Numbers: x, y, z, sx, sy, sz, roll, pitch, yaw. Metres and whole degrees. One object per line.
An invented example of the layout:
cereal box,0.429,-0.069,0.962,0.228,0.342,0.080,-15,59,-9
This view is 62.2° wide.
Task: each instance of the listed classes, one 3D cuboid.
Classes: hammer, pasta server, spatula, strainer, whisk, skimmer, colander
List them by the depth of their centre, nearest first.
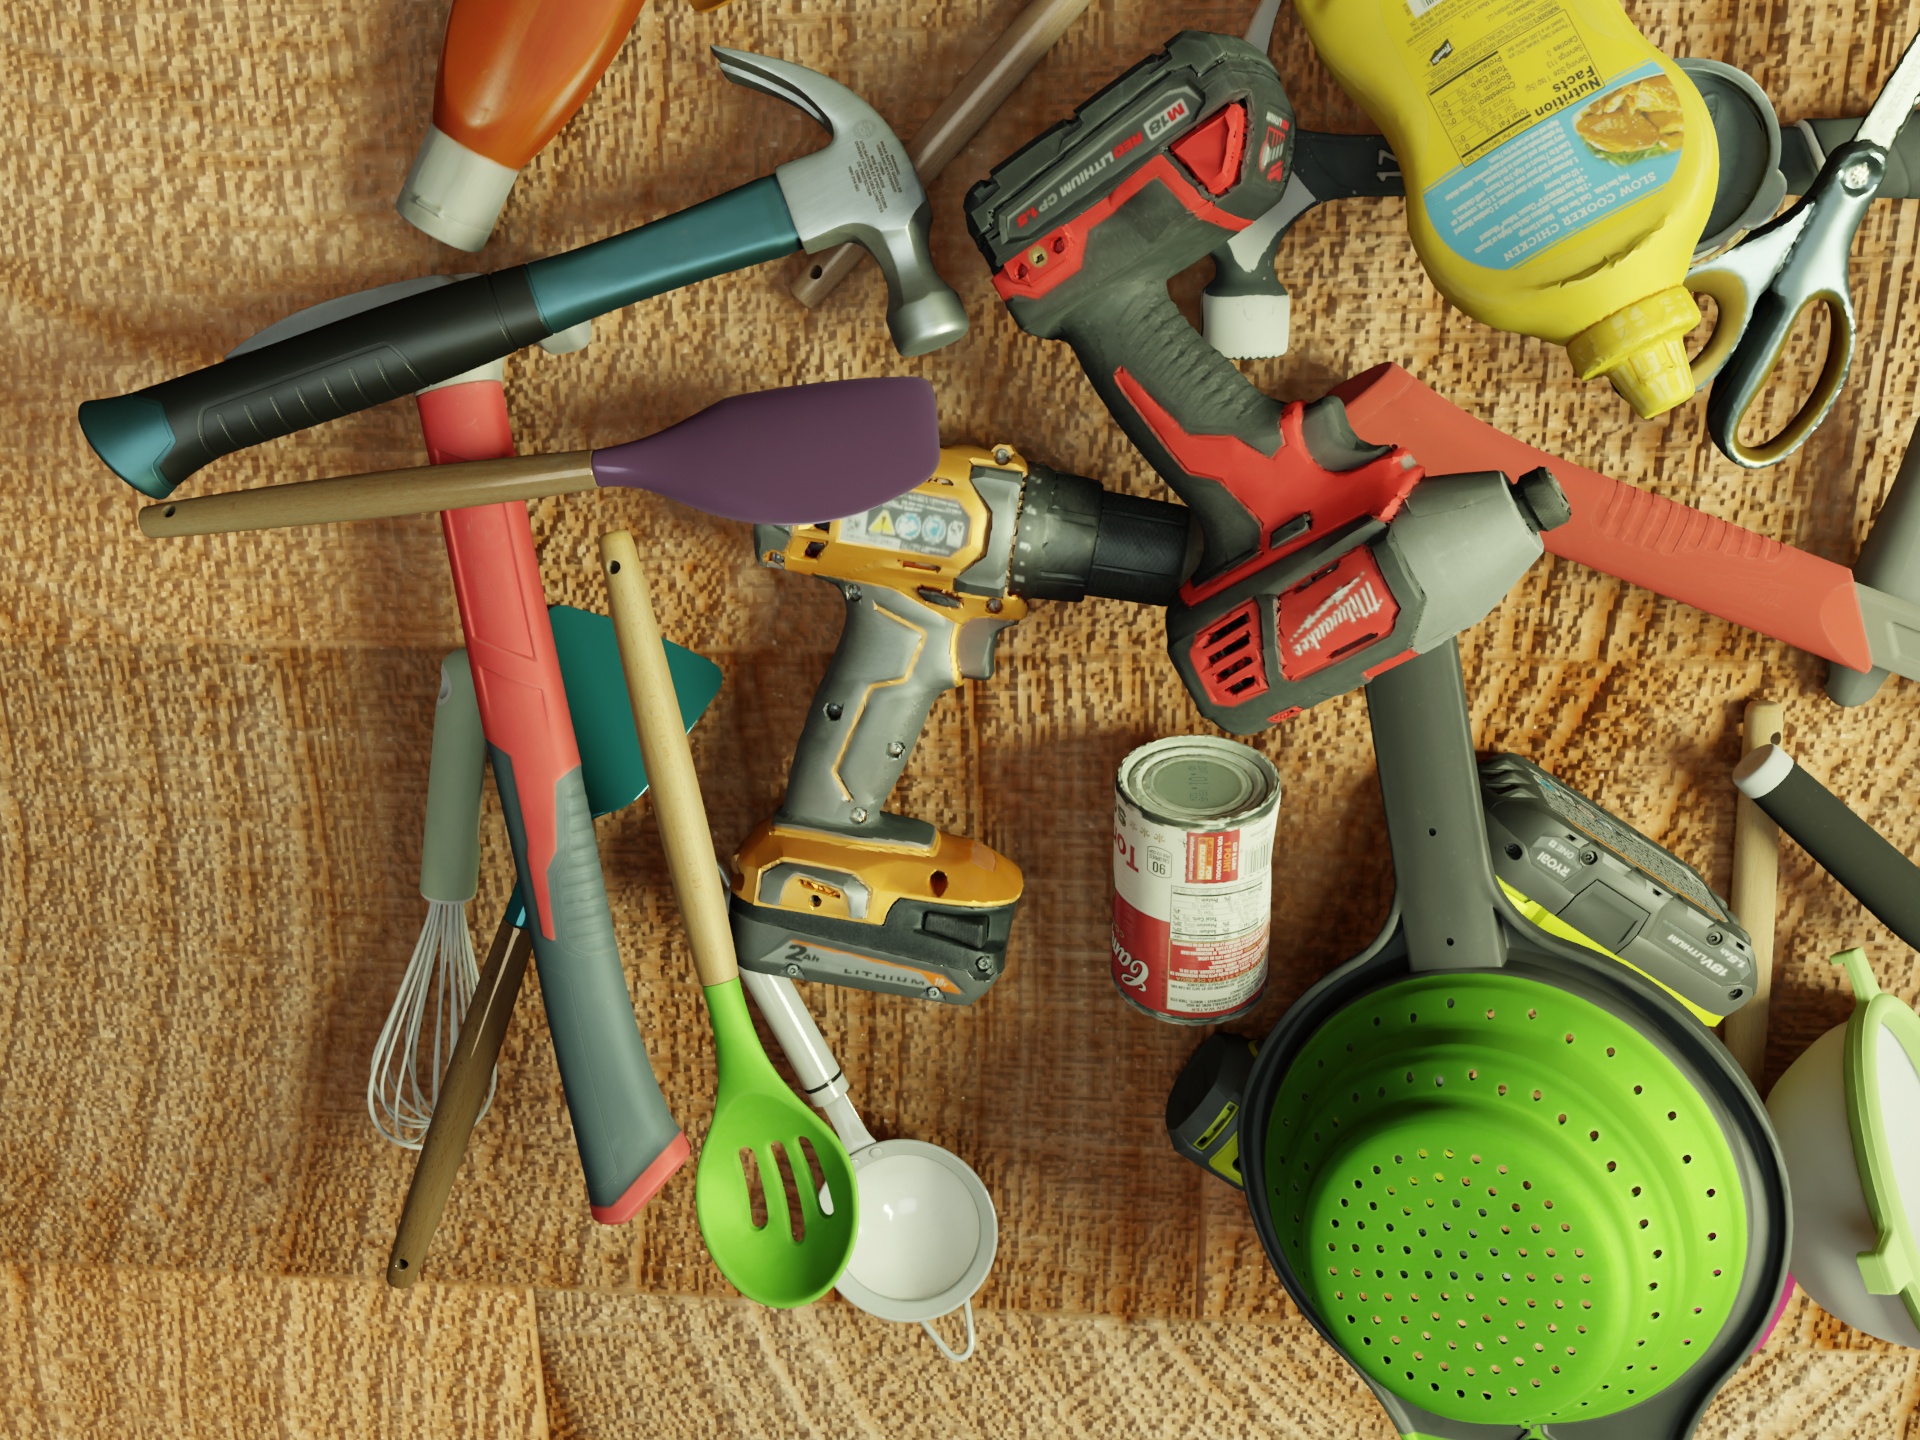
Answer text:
colander,0.176,0.104,0.580,0.204,0.094,0.397,-9,91,28
hammer,0.295,-0.212,0.587,0.409,0.036,0.149,0,106,5
whisk,0.367,-0.106,0.587,0.055,0.055,0.238,5,122,4
pasta server,0.040,-0.276,0.590,0.316,0.040,0.060,-44,80,17
hammer,-0.172,-0.154,0.604,0.331,0.033,0.128,-19,93,2
hammer,0.303,-0.045,0.611,0.359,0.037,0.149,23,130,8
spatula,-0.165,-0.092,0.612,0.316,0.018,0.060,-5,72,5
hammer,-0.189,0.016,0.649,0.143,0.038,0.386,-11,92,3
skimmer,0.462,0.128,0.667,0.363,0.090,0.127,42,115,0
strainer,0.406,0.226,0.686,0.069,0.152,0.256,-20,127,39
spatula,-0.197,0.109,0.704,0.082,0.044,0.317,21,100,-3
whisk,-0.233,0.086,0.725,0.059,0.058,0.246,1,107,-31
strainer,-0.056,0.175,0.735,0.087,0.050,0.258,-27,97,6

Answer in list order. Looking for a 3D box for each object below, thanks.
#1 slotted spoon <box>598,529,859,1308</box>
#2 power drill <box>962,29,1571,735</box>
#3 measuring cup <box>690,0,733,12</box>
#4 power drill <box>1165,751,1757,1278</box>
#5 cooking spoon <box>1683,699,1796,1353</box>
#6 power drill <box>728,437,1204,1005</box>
slotted spoon,-0.100,0.078,0.633,0.070,0.031,0.314,-12,93,13
power drill,0.107,-0.117,0.561,0.143,0.078,0.220,-28,88,28
measuring cup,-0.022,-0.296,0.584,0.173,0.052,0.095,-17,78,33
power drill,0.219,0.141,0.682,0.171,0.080,0.223,32,111,-4
cooking spoon,0.344,0.145,0.698,0.068,0.017,0.318,-9,106,-13
power drill,-0.001,-0.002,0.658,0.185,0.084,0.226,9,103,1
